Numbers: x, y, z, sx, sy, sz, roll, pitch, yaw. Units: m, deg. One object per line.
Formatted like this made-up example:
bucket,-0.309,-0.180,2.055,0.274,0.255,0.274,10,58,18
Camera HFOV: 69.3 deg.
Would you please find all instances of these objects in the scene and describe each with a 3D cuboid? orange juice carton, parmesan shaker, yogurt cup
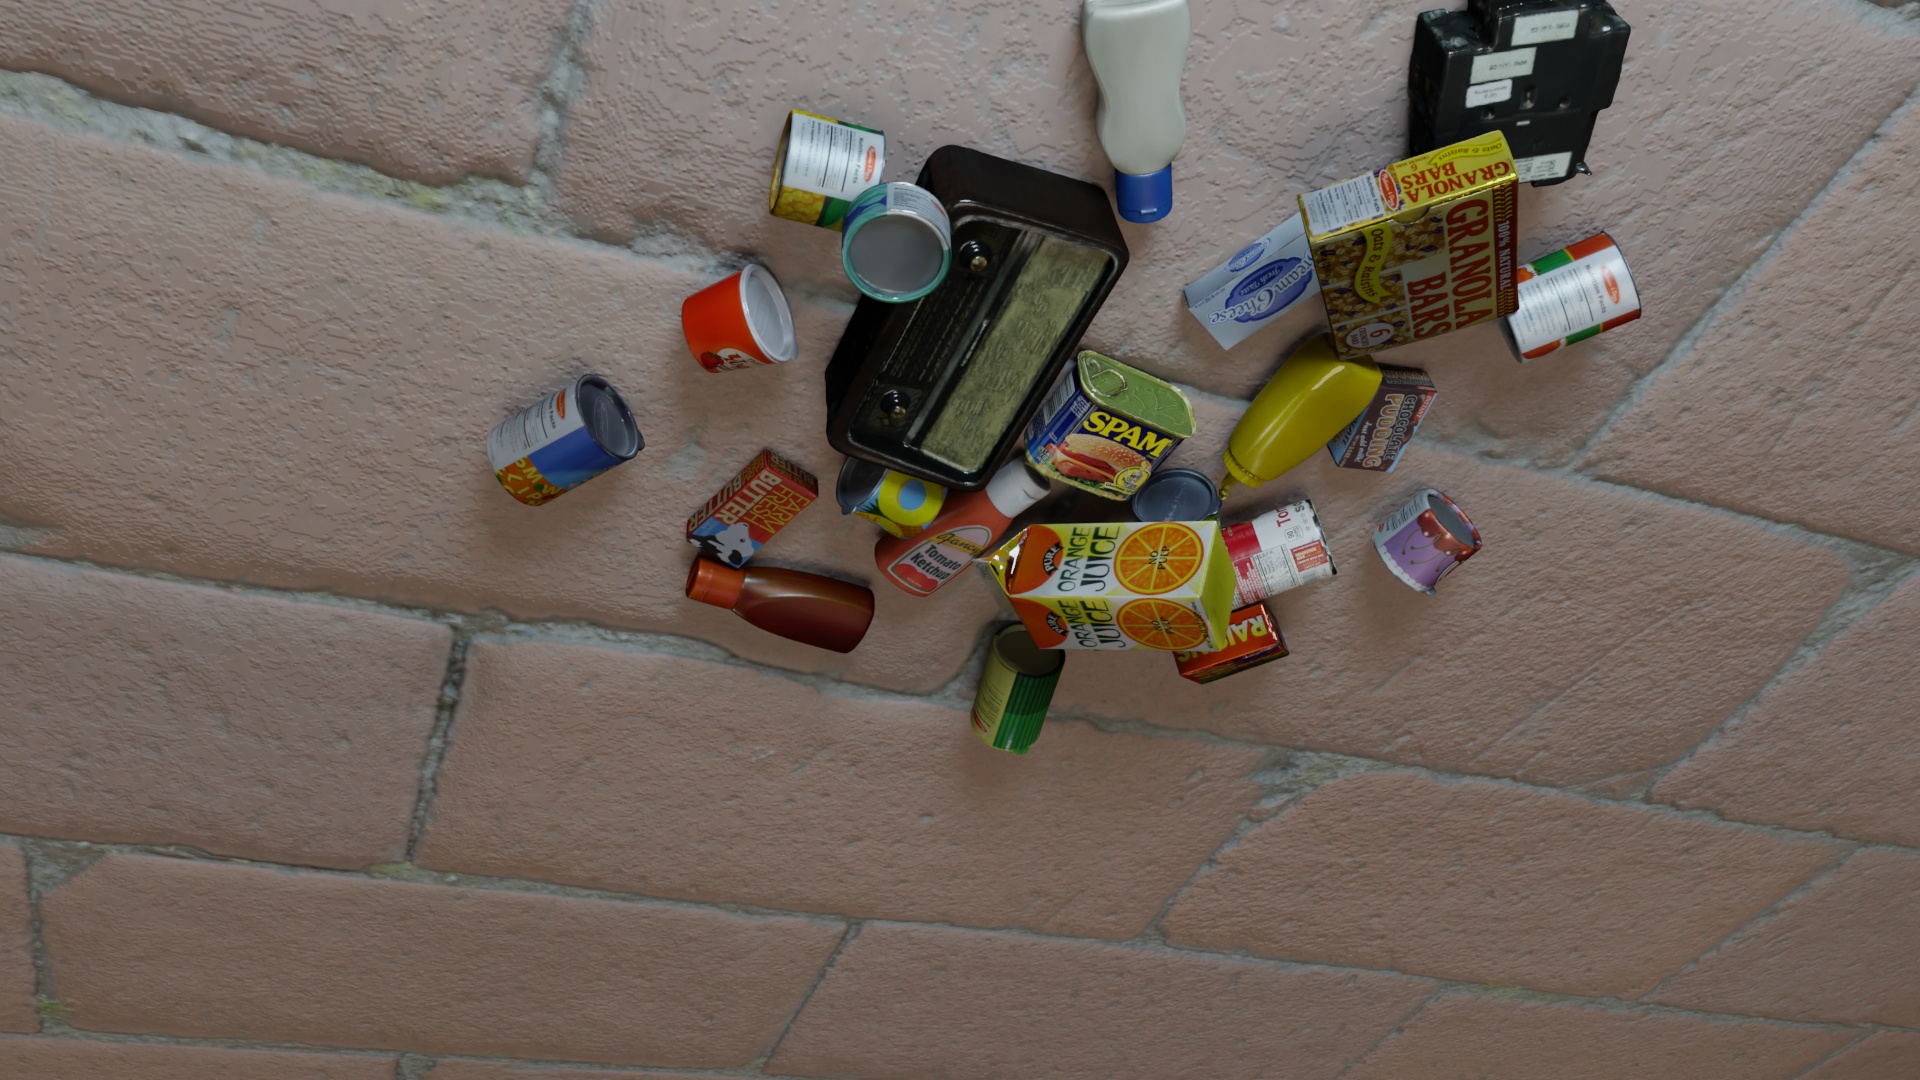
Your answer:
orange juice carton,0.107,0.036,1.072,0.192,0.073,0.071,-1,141,26
parmesan shaker,0.052,0.131,1.227,0.071,0.072,0.102,4,134,-11
yogurt cup,-0.150,-0.145,0.928,0.054,0.073,0.072,-14,136,19

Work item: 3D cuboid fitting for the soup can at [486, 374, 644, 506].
soup can,-0.280,-0.069,0.985,0.083,0.072,0.071,-25,133,18

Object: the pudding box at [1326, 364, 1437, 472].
pudding box,0.322,-0.093,1.064,0.050,0.030,0.083,5,134,-14

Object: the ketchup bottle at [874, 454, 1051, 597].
ketchup bottle,0.004,-0.014,1.094,0.148,0.044,0.064,-36,131,25

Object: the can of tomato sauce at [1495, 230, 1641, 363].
can of tomato sauce,0.422,-0.170,0.976,0.083,0.071,0.071,-22,134,16

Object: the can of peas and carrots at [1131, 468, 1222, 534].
can of peas and carrots,0.175,-0.014,1.098,0.071,0.071,0.058,-13,136,6

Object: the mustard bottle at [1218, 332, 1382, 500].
mustard bottle,0.243,-0.086,1.048,0.065,0.049,0.159,18,131,-30

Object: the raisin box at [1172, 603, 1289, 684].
raisin box,0.231,0.091,1.191,0.086,0.040,0.123,-20,166,13

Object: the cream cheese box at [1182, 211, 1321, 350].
cream cheese box,0.212,-0.181,0.966,0.103,0.024,0.053,-32,132,24

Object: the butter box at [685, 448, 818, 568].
butter box,-0.161,-0.024,1.075,0.053,0.024,0.103,31,125,-33

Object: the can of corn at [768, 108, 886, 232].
can of corn,-0.083,-0.225,0.854,0.058,0.071,0.070,10,133,-16

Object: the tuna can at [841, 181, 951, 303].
tuna can,-0.040,-0.176,0.831,0.071,0.033,0.070,-1,133,-1

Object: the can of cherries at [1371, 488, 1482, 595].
can of cherries,0.385,0.001,1.140,0.071,0.072,0.058,24,127,-28

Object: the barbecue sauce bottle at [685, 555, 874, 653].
barbecue sauce bottle,-0.149,0.049,1.138,0.148,0.044,0.064,17,130,-22

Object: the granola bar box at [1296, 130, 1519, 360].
granola bar box,0.294,-0.183,0.900,0.124,0.039,0.165,-15,156,16

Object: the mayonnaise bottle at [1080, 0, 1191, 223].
mayonnaise bottle,0.110,-0.266,0.854,0.065,0.041,0.147,-8,137,3

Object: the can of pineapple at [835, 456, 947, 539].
can of pineapple,-0.052,-0.040,1.042,0.058,0.071,0.070,30,125,-32
